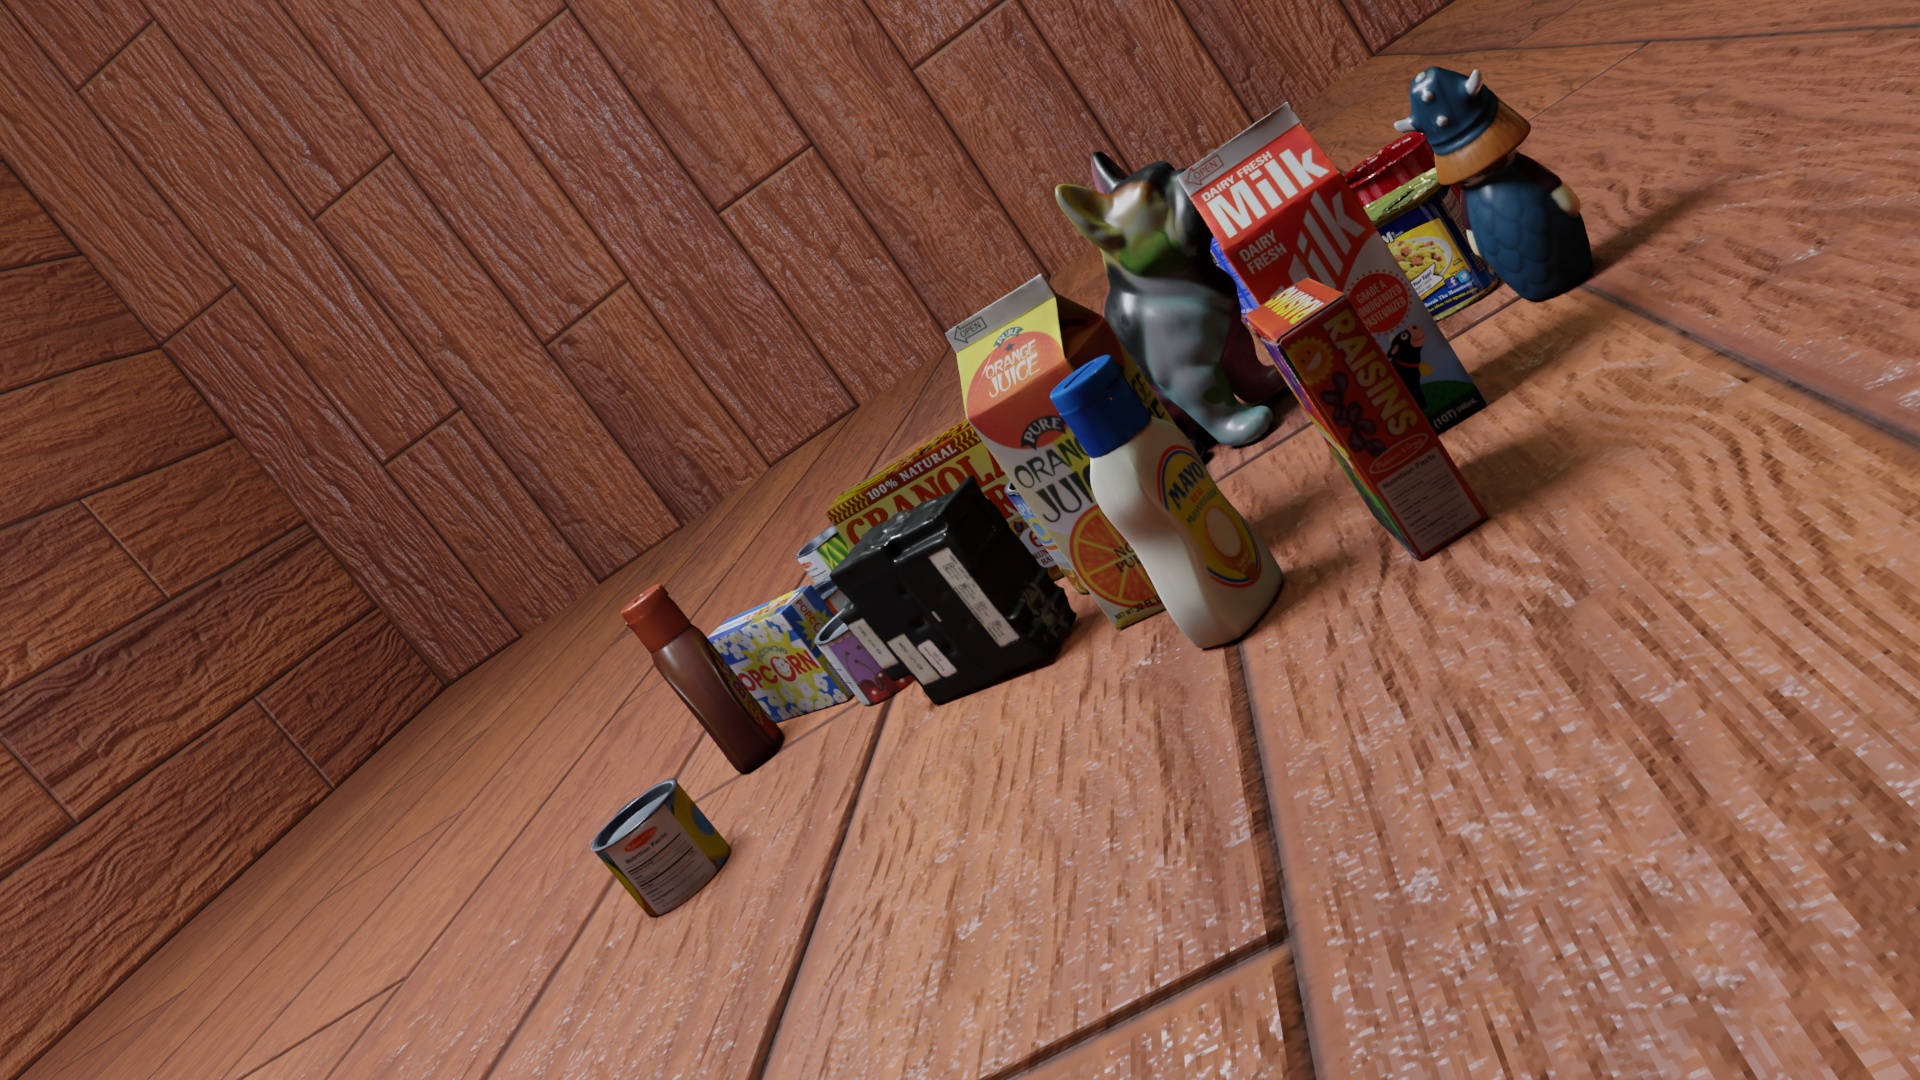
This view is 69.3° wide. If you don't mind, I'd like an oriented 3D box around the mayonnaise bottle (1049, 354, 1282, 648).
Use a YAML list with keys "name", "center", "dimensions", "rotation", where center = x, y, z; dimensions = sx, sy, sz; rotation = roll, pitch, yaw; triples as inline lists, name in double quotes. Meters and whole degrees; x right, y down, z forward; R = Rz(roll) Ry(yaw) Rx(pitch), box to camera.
- name: "mayonnaise bottle"
  center: [0.099, -0.021, 0.684]
  dimensions: [0.041, 0.148, 0.065]
  rotation: [-23, 17, 49]

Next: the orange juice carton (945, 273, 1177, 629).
- name: "orange juice carton"
  center: [0.072, -0.054, 0.780]
  dimensions: [0.071, 0.192, 0.073]
  rotation: [-28, 13, 33]

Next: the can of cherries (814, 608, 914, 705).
- name: "can of cherries"
  center: [-0.057, 0.073, 0.979]
  dimensions: [0.071, 0.058, 0.071]
  rotation: [-34, 12, 8]

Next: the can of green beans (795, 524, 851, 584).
- name: "can of green beans"
  center: [-0.119, 0.019, 1.365]
  dimensions: [0.071, 0.057, 0.071]
  rotation: [-34, 12, 8]

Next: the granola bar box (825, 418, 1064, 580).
- name: "granola bar box"
  center: [0.003, -0.012, 0.979]
  dimensions: [0.165, 0.124, 0.039]
  rotation: [-28, 14, 33]

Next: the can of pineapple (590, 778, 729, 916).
- name: "can of pineapple"
  center: [-0.189, 0.193, 0.877]
  dimensions: [0.071, 0.058, 0.071]
  rotation: [-34, 12, 8]

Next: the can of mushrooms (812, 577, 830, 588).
- name: "can of mushrooms"
  center: [-0.137, 0.066, 1.291]
  dimensions: [0.071, 0.033, 0.071]
  rotation: [-34, 12, 8]

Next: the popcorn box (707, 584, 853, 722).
- name: "popcorn box"
  center: [-0.134, 0.090, 1.062]
  dimensions: [0.126, 0.085, 0.038]
  rotation: [-23, 17, 48]

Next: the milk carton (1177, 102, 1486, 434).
- name: "milk carton"
  center: [0.200, -0.139, 0.760]
  dimensions: [0.072, 0.190, 0.074]
  rotation: [-33, 12, 15]

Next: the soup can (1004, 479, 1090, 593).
- name: "soup can"
  center: [0.077, -0.016, 0.886]
  dimensions: [0.071, 0.083, 0.071]
  rotation: [-34, 12, 8]

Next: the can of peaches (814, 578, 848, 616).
- name: "can of peaches"
  center: [-0.103, 0.069, 1.123]
  dimensions: [0.071, 0.058, 0.071]
  rotation: [-34, 12, 8]

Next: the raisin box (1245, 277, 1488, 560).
- name: "raisin box"
  center: [0.186, -0.059, 0.649]
  dimensions: [0.040, 0.123, 0.086]
  rotation: [-34, 12, 12]

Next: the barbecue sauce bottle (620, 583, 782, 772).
- name: "barbecue sauce bottle"
  center: [-0.191, 0.101, 1.025]
  dimensions: [0.044, 0.148, 0.065]
  rotation: [-37, 11, -4]
